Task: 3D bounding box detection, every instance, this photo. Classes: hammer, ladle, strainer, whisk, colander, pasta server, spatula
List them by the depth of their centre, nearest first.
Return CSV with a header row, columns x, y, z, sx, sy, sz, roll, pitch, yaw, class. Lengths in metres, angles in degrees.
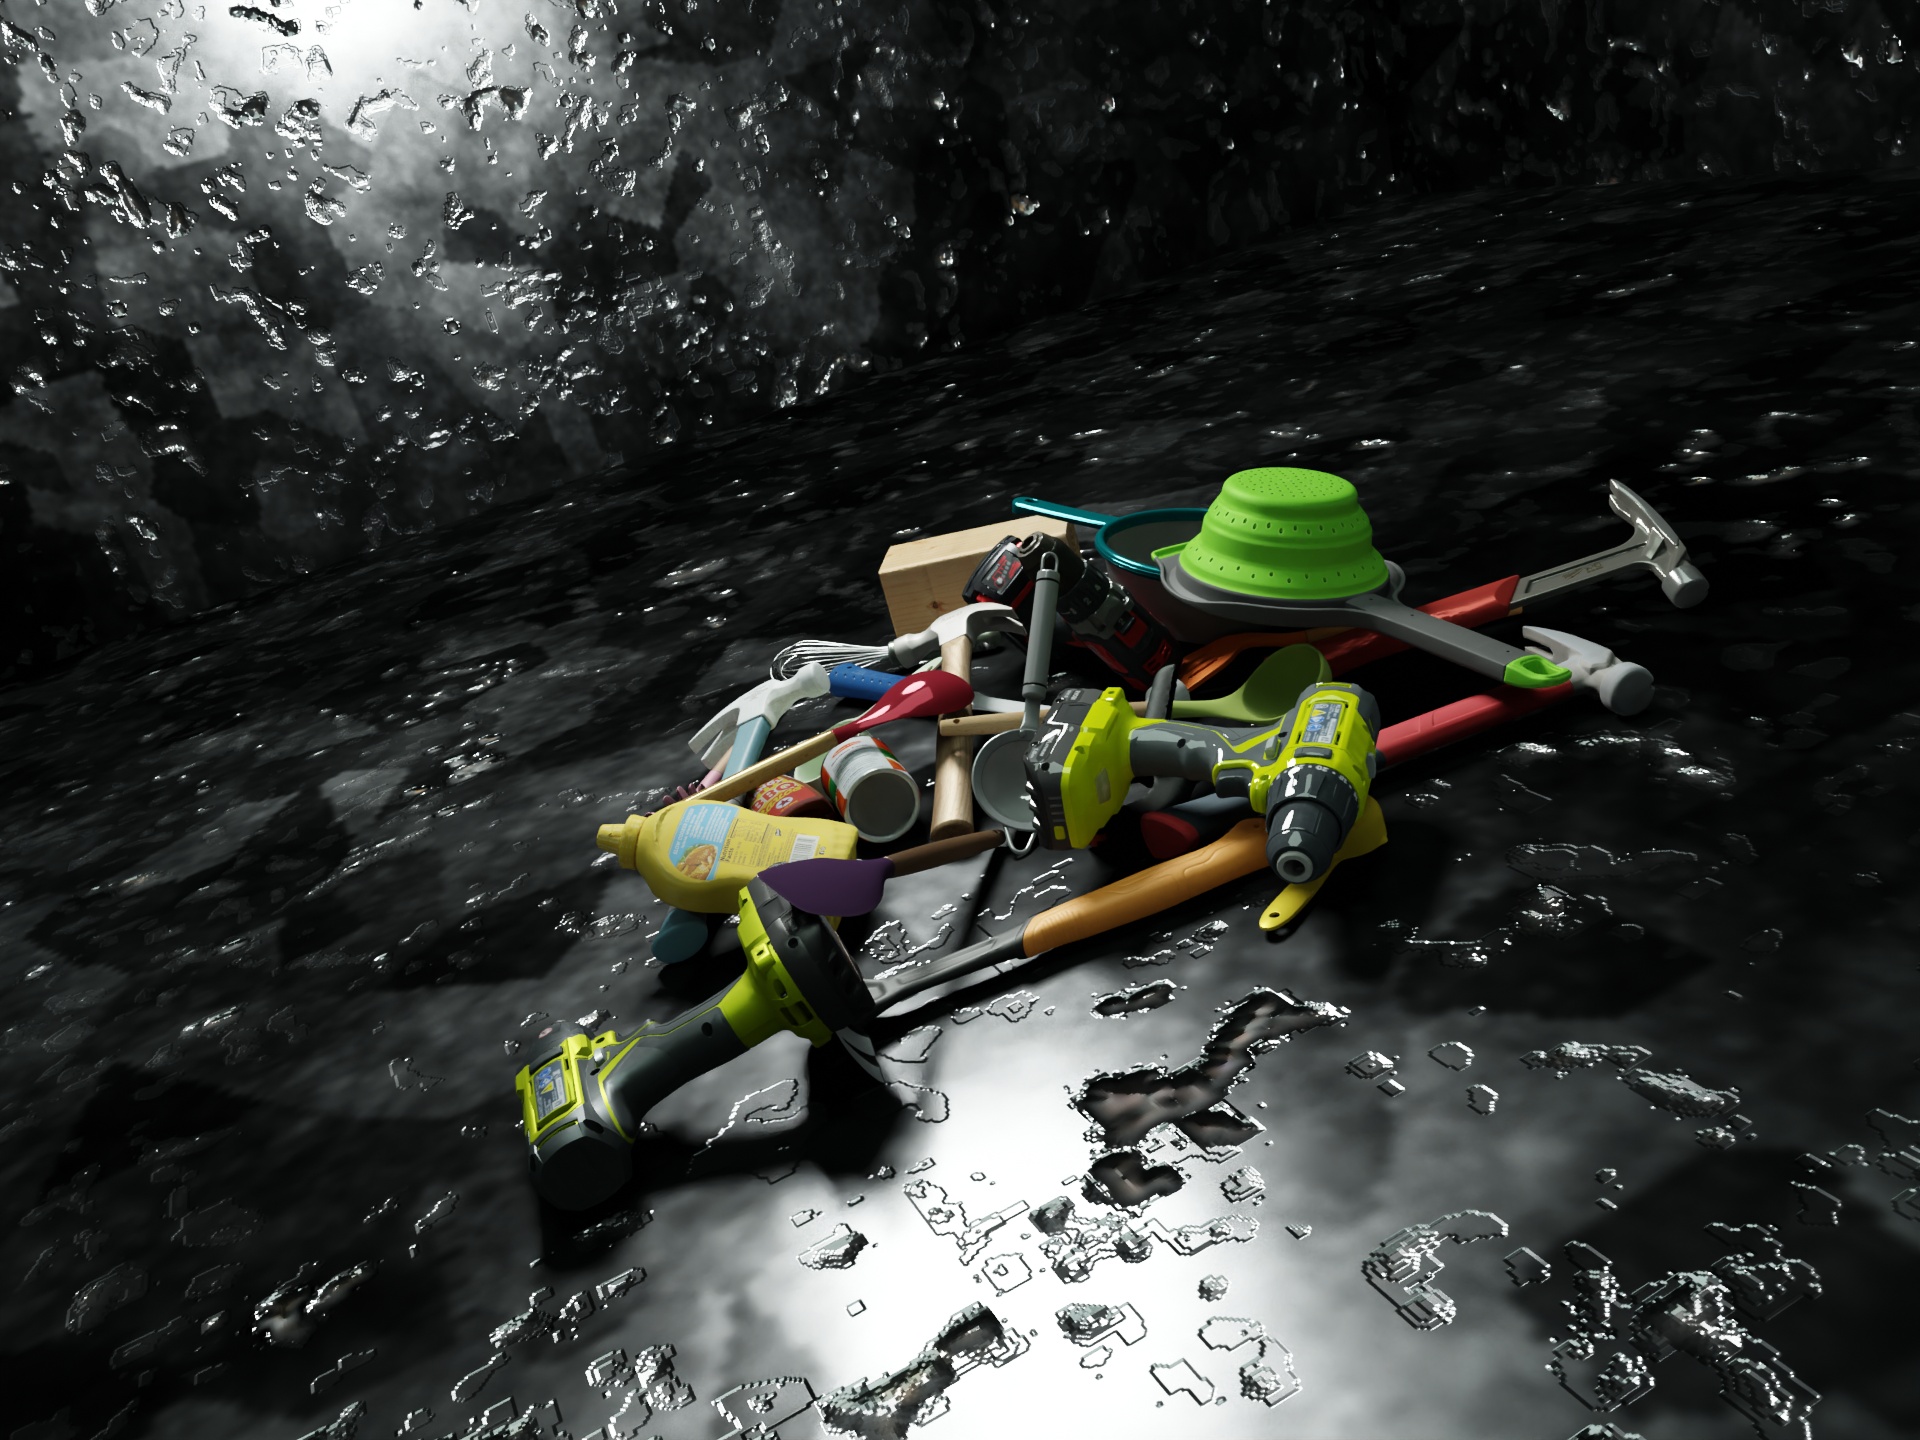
x,y,z,sx,sy,sz,roll,pitch,yaw,class
0.071,0.140,1.069,0.337,0.034,0.127,-20,22,-11,hammer
-0.037,0.100,1.098,0.060,0.018,0.316,34,16,20,spatula
0.311,0.016,1.197,0.386,0.038,0.143,-19,21,-9,hammer
0.059,-0.015,1.272,0.087,0.258,0.050,9,-16,-4,strainer
0.320,-0.128,1.277,0.204,0.094,0.397,-15,29,-31,colander
0.142,-0.016,1.297,0.320,0.062,0.078,-5,39,1,ladle
-0.127,0.026,1.302,0.315,0.031,0.069,-26,33,-21,ladle
-0.194,0.073,1.320,0.128,0.033,0.331,-23,30,23,hammer
0.431,-0.101,1.355,0.359,0.036,0.149,-18,44,1,hammer
-0.002,-0.004,1.381,0.130,0.031,0.332,-25,31,17,hammer
0.331,-0.068,1.406,0.322,0.041,0.081,-8,22,7,spatula
0.012,-0.015,1.472,0.144,0.035,0.406,-32,27,-35,hammer
-0.227,0.036,1.508,0.060,0.040,0.316,-34,11,27,pasta server
0.183,-0.144,1.540,0.341,0.095,0.211,20,30,38,strainer
-0.079,-0.069,1.653,0.246,0.057,0.059,-8,57,7,whisk

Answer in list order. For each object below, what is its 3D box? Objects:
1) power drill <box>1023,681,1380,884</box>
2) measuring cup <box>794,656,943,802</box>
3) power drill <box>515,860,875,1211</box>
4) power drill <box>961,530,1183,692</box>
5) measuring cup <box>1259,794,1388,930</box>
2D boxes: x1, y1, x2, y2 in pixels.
x,y,z,sx,sy,sz,roll,pitch,yaw,class
0.165,0.042,1.093,0.228,0.080,0.191,1,31,23,power drill
-0.071,0.009,1.398,0.167,0.038,0.083,-40,24,0,measuring cup
-0.178,0.193,1.015,0.223,0.080,0.171,-33,25,-5,power drill
0.087,-0.113,1.469,0.080,0.187,0.227,-53,27,-6,power drill
0.238,0.092,1.075,0.062,0.029,0.156,3,27,38,measuring cup
